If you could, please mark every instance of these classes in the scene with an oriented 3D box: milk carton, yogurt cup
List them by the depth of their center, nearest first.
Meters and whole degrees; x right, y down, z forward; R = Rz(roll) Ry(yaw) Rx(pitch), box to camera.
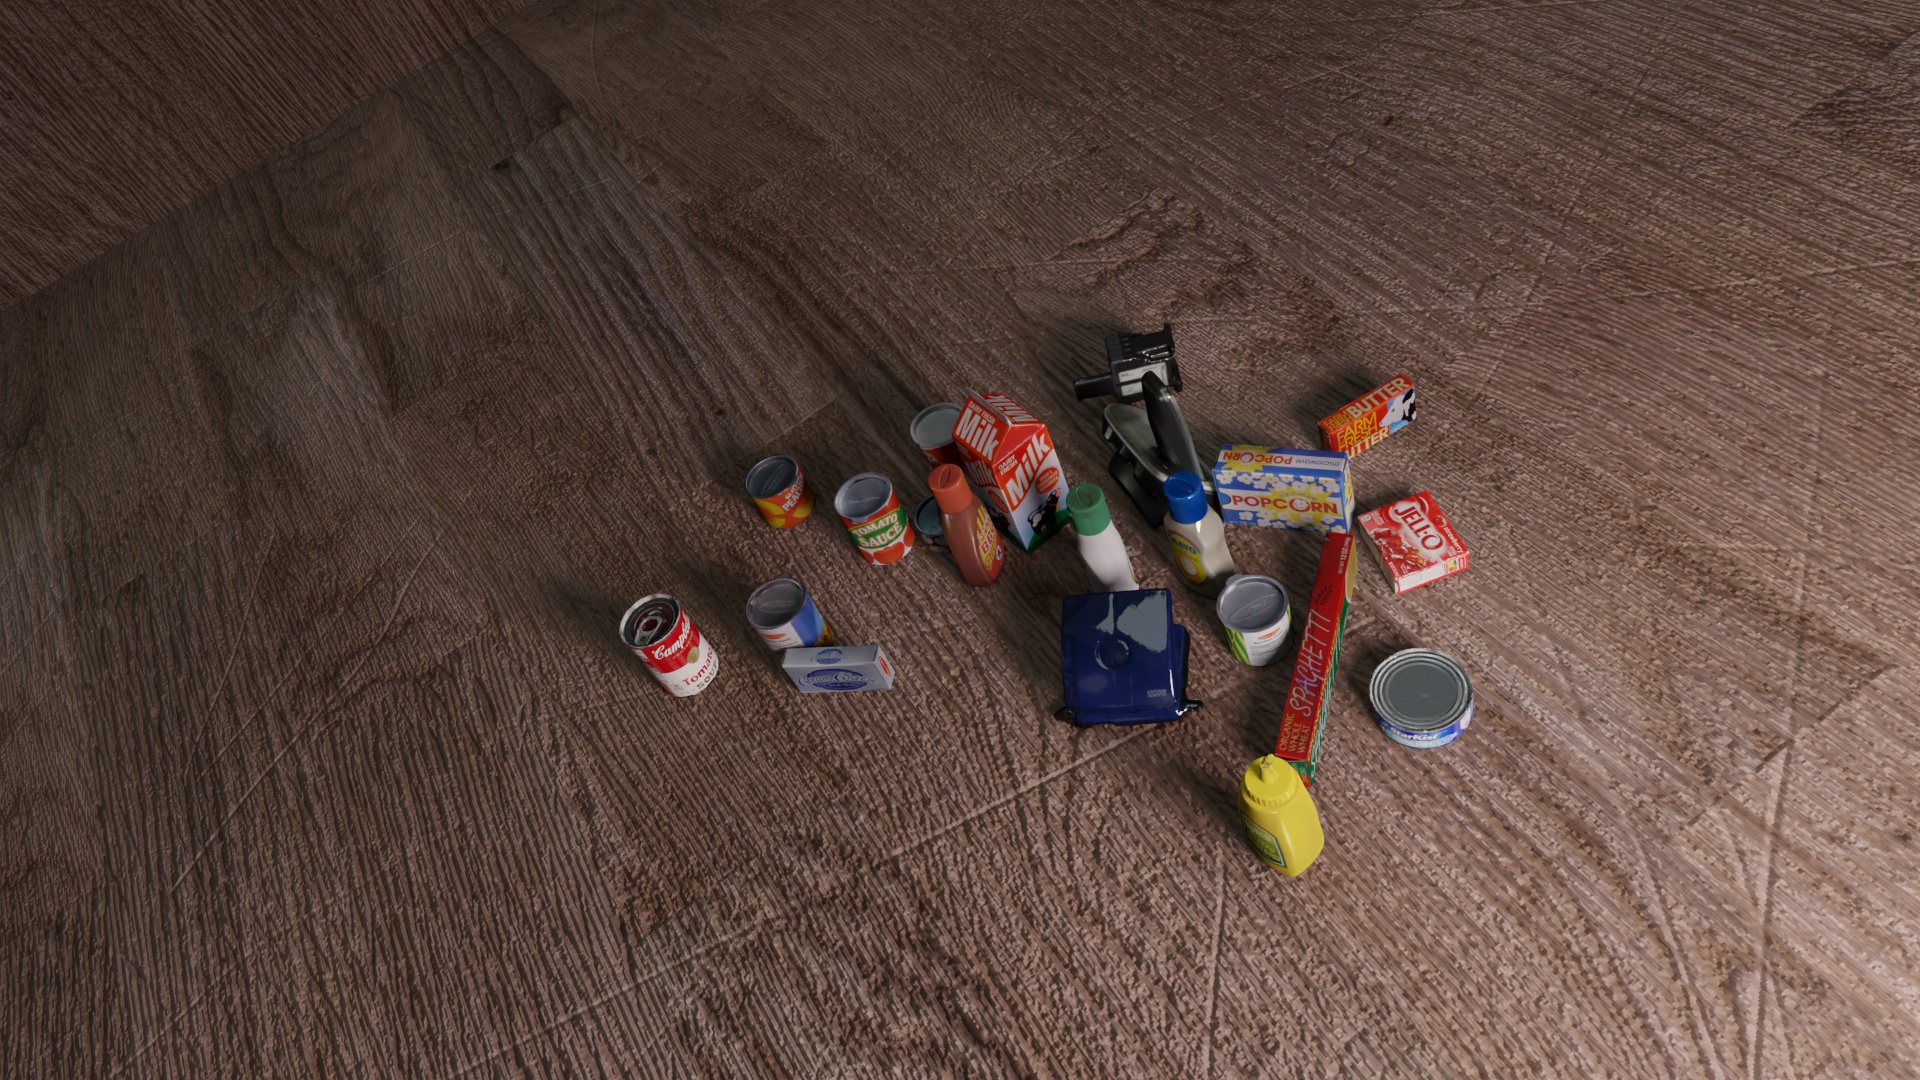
[{"bbox_3d":[0.052,-0.079,1.428,0.073,0.189,0.072,-39,49,-12],"label":"milk carton"},{"bbox_3d":[-0.017,-0.115,1.579,0.072,0.053,0.073,-11,49,13],"label":"yogurt cup"}]

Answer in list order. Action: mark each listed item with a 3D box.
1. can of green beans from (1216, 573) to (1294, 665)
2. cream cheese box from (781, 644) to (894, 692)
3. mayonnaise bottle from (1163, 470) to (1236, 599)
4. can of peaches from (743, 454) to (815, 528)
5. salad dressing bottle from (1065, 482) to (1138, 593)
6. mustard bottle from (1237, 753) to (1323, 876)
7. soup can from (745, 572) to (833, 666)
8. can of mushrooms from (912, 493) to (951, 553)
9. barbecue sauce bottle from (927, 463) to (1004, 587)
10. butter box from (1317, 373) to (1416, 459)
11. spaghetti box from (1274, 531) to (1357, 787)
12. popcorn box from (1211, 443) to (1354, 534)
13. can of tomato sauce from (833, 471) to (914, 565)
[{"bbox_3d":[0.277,0.075,1.300,0.071,0.057,0.071,-11,49,13],"label":"can of green beans"},{"bbox_3d":[-0.124,0.131,1.413,0.104,0.053,0.024,-4,51,19],"label":"cream cheese box"},{"bbox_3d":[0.224,-0.006,1.328,0.065,0.147,0.041,31,68,38],"label":"mayonnaise bottle"},{"bbox_3d":[-0.206,-0.055,1.599,0.071,0.057,0.071,-11,49,13],"label":"can of peaches"},{"bbox_3d":[0.137,0.004,1.354,0.044,0.147,0.064,-26,47,-1],"label":"salad dressing bottle"},{"bbox_3d":[0.254,0.214,1.123,0.049,0.159,0.065,-42,49,-15],"label":"mustard bottle"},{"bbox_3d":[-0.176,0.087,1.451,0.071,0.083,0.072,-11,49,13],"label":"soup can"},{"bbox_3d":[-0.014,-0.020,1.511,0.071,0.033,0.071,-11,49,13],"label":"can of mushrooms"},{"bbox_3d":[0.005,-0.018,1.424,0.043,0.148,0.065,-1,52,21],"label":"barbecue sauce bottle"},{"bbox_3d":[0.415,-0.122,1.415,0.103,0.053,0.024,-30,47,-5],"label":"butter box"},{"bbox_3d":[0.325,0.105,1.262,0.028,0.050,0.251,5,54,25],"label":"spaghetti box"},{"bbox_3d":[0.320,-0.051,1.371,0.127,0.085,0.038,6,55,26],"label":"popcorn box"},{"bbox_3d":[-0.092,-0.022,1.509,0.071,0.082,0.071,-11,49,13],"label":"can of tomato sauce"}]
